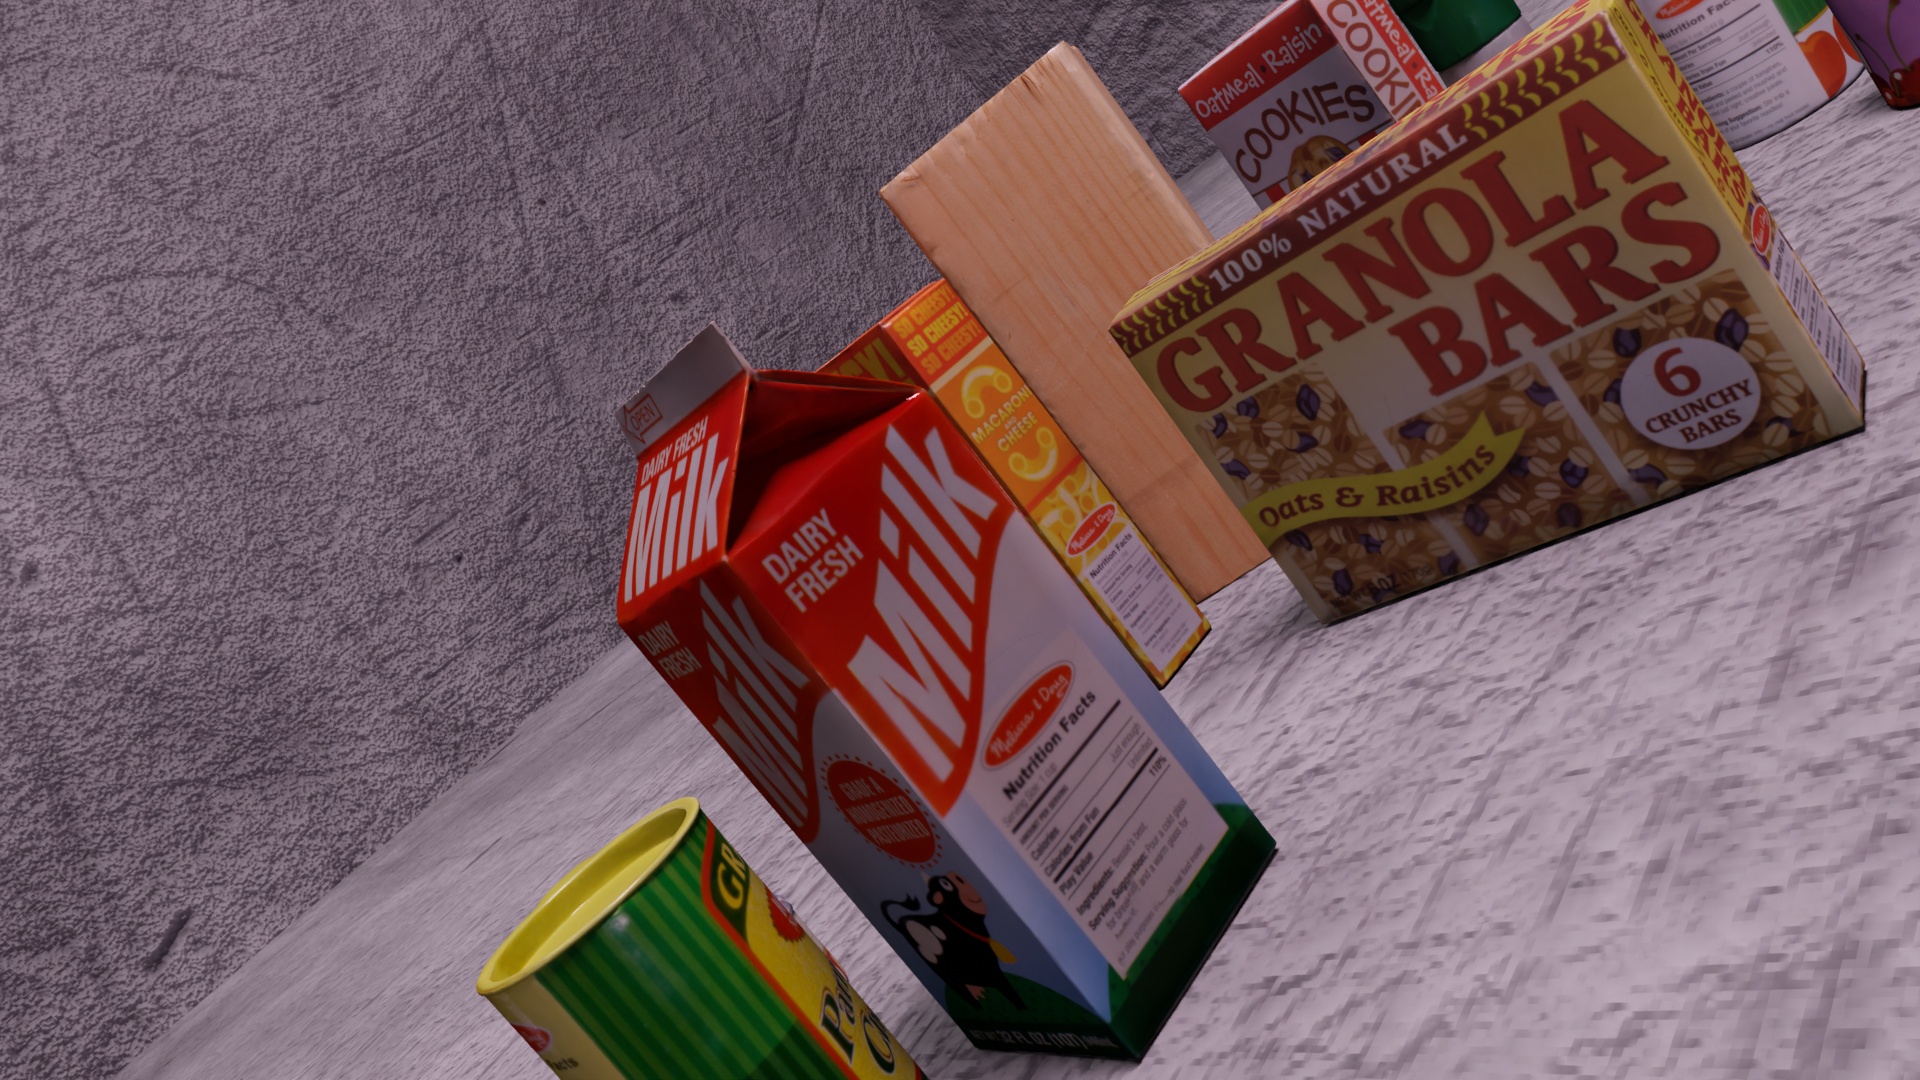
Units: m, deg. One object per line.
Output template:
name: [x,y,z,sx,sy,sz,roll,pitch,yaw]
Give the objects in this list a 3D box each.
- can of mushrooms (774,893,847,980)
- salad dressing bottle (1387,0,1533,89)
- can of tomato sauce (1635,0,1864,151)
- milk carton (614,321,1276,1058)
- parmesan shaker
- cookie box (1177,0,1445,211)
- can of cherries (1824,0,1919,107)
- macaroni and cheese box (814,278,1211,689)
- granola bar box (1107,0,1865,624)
can of mushrooms: [-0.071,0.153,0.462,0.071,0.033,0.071,-37,9,7]
salad dressing bottle: [0.222,-0.163,0.542,0.044,0.147,0.064,-42,10,-24]
can of tomato sauce: [0.334,-0.220,0.595,0.071,0.083,0.071,-37,9,7]
milk carton: [-0.015,0.033,0.348,0.074,0.190,0.072,-44,11,-34]
parmesan shaker: [-0.060,0.125,0.347,0.071,0.103,0.071,-37,9,7]
cookie box: [0.201,-0.197,0.716,0.040,0.167,0.123,-41,10,-18]
can of cherries: [0.352,-0.198,0.499,0.071,0.058,0.071,-37,9,7]
macaroni and cheese box: [0.002,-0.007,0.549,0.040,0.166,0.123,-44,11,-34]
granola bar box: [0.142,-0.057,0.400,0.165,0.124,0.039,-29,13,44]
